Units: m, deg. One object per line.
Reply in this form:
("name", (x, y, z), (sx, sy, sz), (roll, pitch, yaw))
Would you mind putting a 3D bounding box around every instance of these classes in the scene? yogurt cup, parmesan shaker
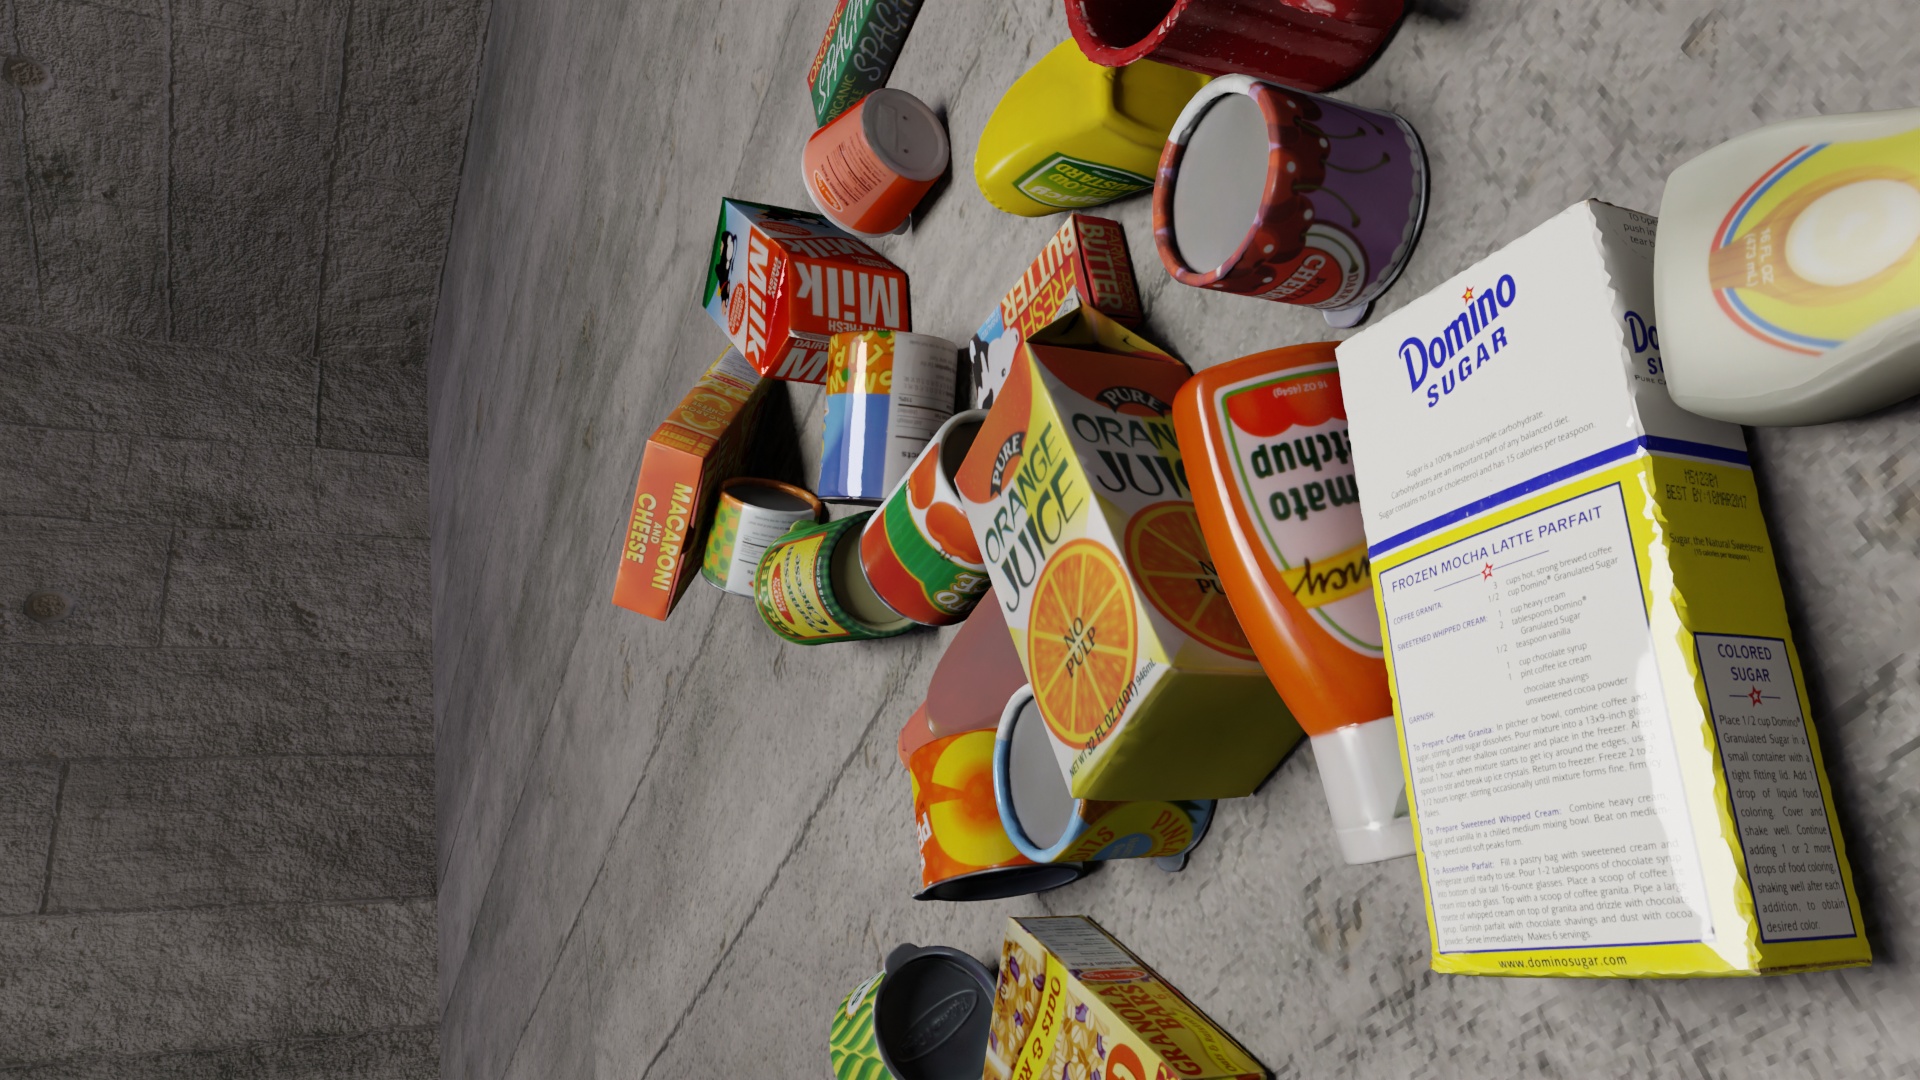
("yogurt cup", (-0.043, -0.202, 0.737), (0.053, 0.072, 0.072), (-27, 62, 51))
("parmesan shaker", (-0.062, 0.018, 0.736), (0.103, 0.071, 0.071), (-13, 75, 62))

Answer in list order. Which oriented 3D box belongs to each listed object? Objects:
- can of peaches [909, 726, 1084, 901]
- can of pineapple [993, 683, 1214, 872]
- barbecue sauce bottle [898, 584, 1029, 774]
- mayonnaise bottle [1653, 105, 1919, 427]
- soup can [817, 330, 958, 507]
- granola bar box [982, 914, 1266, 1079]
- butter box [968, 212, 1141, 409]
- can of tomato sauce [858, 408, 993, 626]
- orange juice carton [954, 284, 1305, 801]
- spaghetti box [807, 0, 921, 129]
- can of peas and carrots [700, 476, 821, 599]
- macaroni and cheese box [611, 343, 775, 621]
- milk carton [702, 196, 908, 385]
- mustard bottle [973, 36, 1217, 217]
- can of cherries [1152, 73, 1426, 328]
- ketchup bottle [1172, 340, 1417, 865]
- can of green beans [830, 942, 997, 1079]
("can of peaches", (0.012, 0.114, 0.574), (0.071, 0.071, 0.058), (-43, 48, 53))
("can of pineapple", (0.052, 0.086, 0.511), (0.071, 0.058, 0.071), (-14, 74, 62))
("barbecue sauce bottle", (0.015, 0.061, 0.604), (0.147, 0.044, 0.065), (127, 145, -48))
("mayonnaise bottle", (0.203, -0.061, 0.253), (0.148, 0.041, 0.065), (-11, 75, 63))
("soup can", (-0.038, -0.059, 0.700), (0.071, 0.071, 0.083), (-1, 85, 63))
("granola bar box", (0.049, 0.242, 0.516), (0.124, 0.039, 0.165), (24, 107, 62))
("butter box", (0.038, -0.090, 0.602), (0.103, 0.024, 0.053), (-44, 47, 53))
("can of tomato sauce", (0.002, -0.008, 0.617), (0.082, 0.071, 0.071), (-49, 45, 49))
("orange juice carton", (0.055, -0.006, 0.502), (0.071, 0.073, 0.193), (-62, 35, 40))
("spaghetti box", (-0.030, -0.332, 0.766), (0.248, 0.029, 0.050), (-54, 40, 46))
("can of peas and carrots", (-0.124, -0.003, 0.864), (0.071, 0.071, 0.058), (43, 124, 57))
("macaroni and cheese box", (-0.170, -0.042, 0.909), (0.167, 0.040, 0.123), (-73, 3, -61))
("milk carton", (-0.090, -0.140, 0.809), (0.191, 0.072, 0.073), (47, 127, 55))
("mustard bottle", (0.042, -0.161, 0.566), (0.160, 0.065, 0.049), (-177, 96, -69))
("can of cherries", (0.102, -0.106, 0.440), (0.071, 0.058, 0.071), (-17, 71, 62))
("ketchup bottle", (0.110, 0.018, 0.408), (0.043, 0.065, 0.149), (110, 148, -74))
("can of green beans", (-0.019, 0.222, 0.624), (0.057, 0.071, 0.071), (-48, 45, 51))
